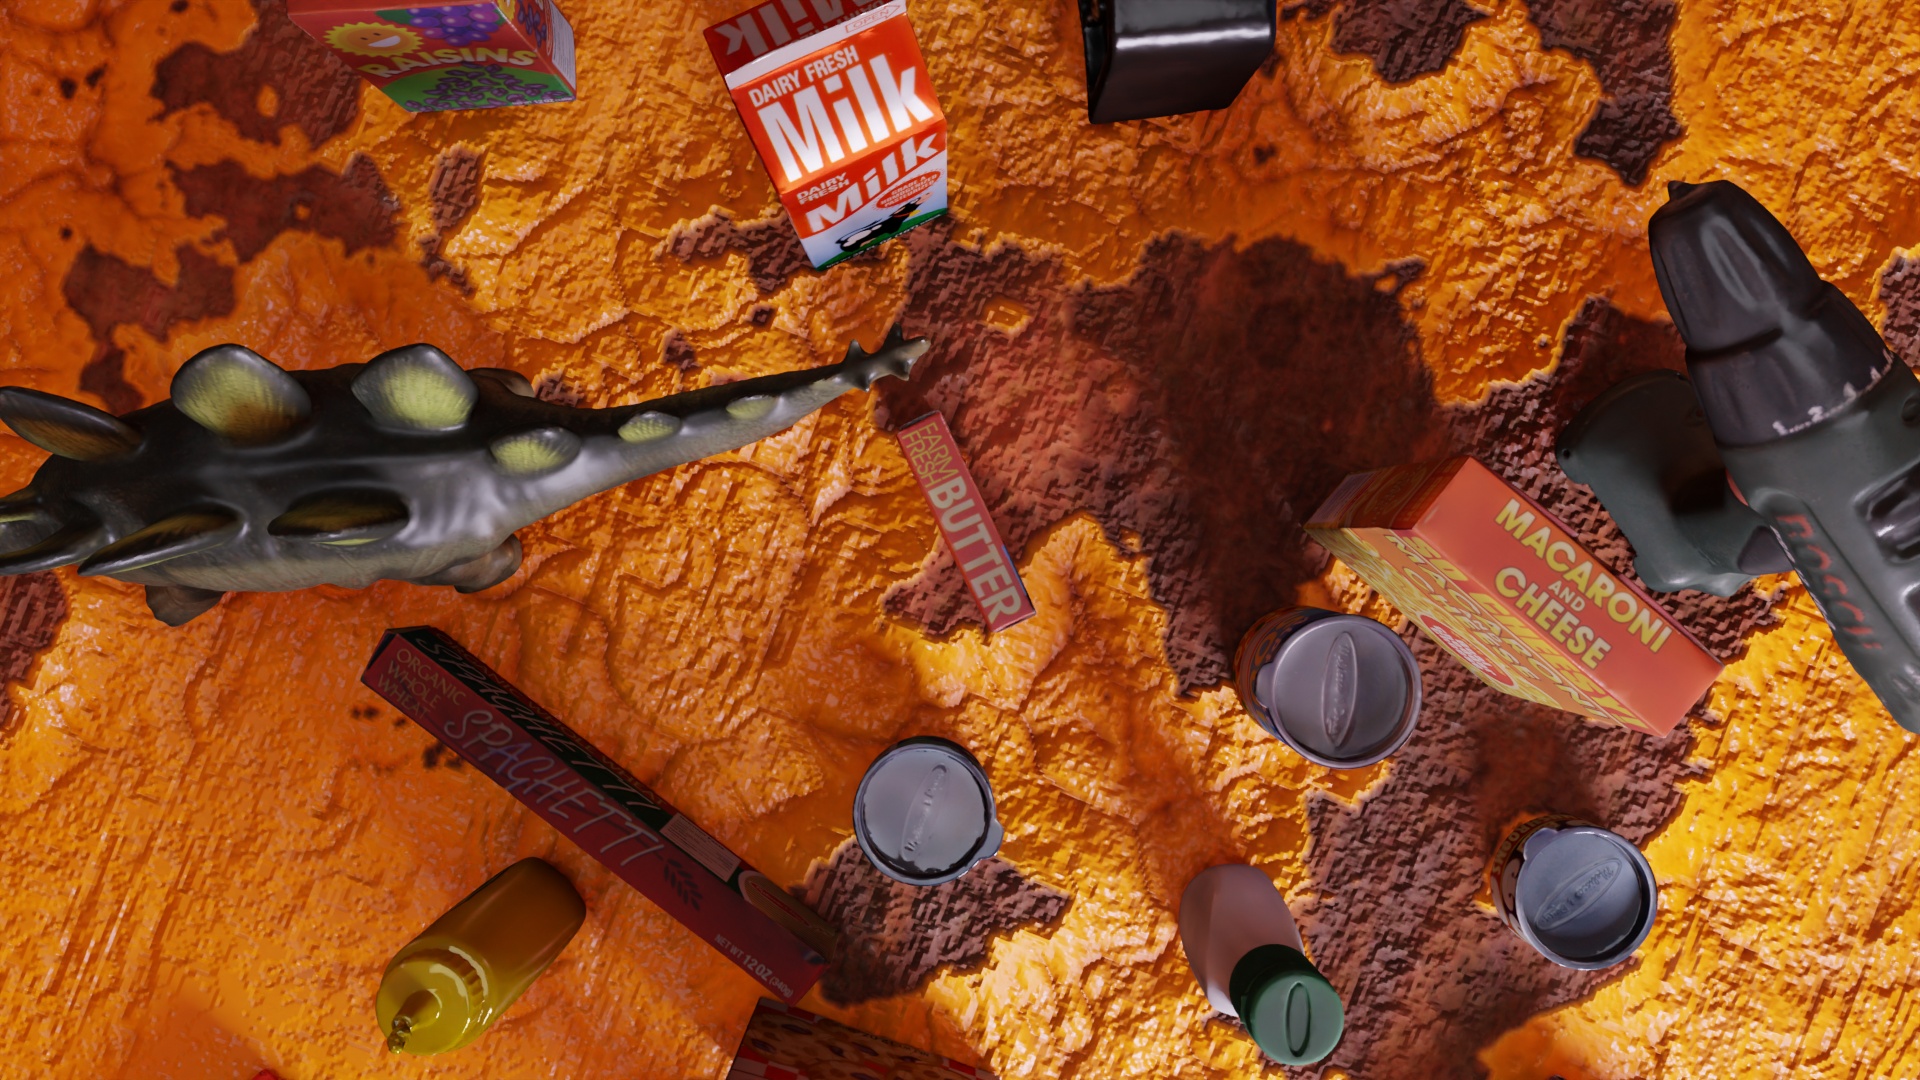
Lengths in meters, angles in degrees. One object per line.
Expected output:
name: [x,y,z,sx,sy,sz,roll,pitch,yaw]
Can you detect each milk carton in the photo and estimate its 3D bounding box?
milk carton: [-0.052,-0.175,0.577,0.072,0.190,0.073,-25,90,0]

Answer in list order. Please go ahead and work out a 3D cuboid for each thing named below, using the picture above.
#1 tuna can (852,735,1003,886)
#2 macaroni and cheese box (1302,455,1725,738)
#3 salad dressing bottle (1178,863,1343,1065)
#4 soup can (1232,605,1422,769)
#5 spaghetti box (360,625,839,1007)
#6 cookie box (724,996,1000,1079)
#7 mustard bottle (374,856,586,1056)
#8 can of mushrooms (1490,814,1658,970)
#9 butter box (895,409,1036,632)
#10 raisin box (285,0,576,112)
tuna can: [-0.014,0.127,0.653,0.071,0.033,0.071,0,89,0]
macaroni and cheese box: [0.222,0.019,0.587,0.124,0.166,0.040,40,90,0]
salad dressing bottle: [0.126,0.180,0.595,0.044,0.147,0.064,2,90,0]
soup can: [0.160,0.063,0.628,0.071,0.084,0.071,0,90,0]
spaghetti box: [-0.165,0.124,0.644,0.250,0.050,0.028,37,90,0]
cookie box: [-0.044,0.254,0.584,0.123,0.167,0.040,19,90,0]
mustard bottle: [-0.207,0.180,0.588,0.065,0.160,0.049,-44,90,0]
can of mushrooms: [0.286,0.162,0.652,0.071,0.033,0.071,0,89,0]
butter box: [0.002,-0.008,0.644,0.024,0.053,0.103,-26,90,0]
raisin box: [-0.227,-0.229,0.611,0.086,0.123,0.040,-3,90,0]
